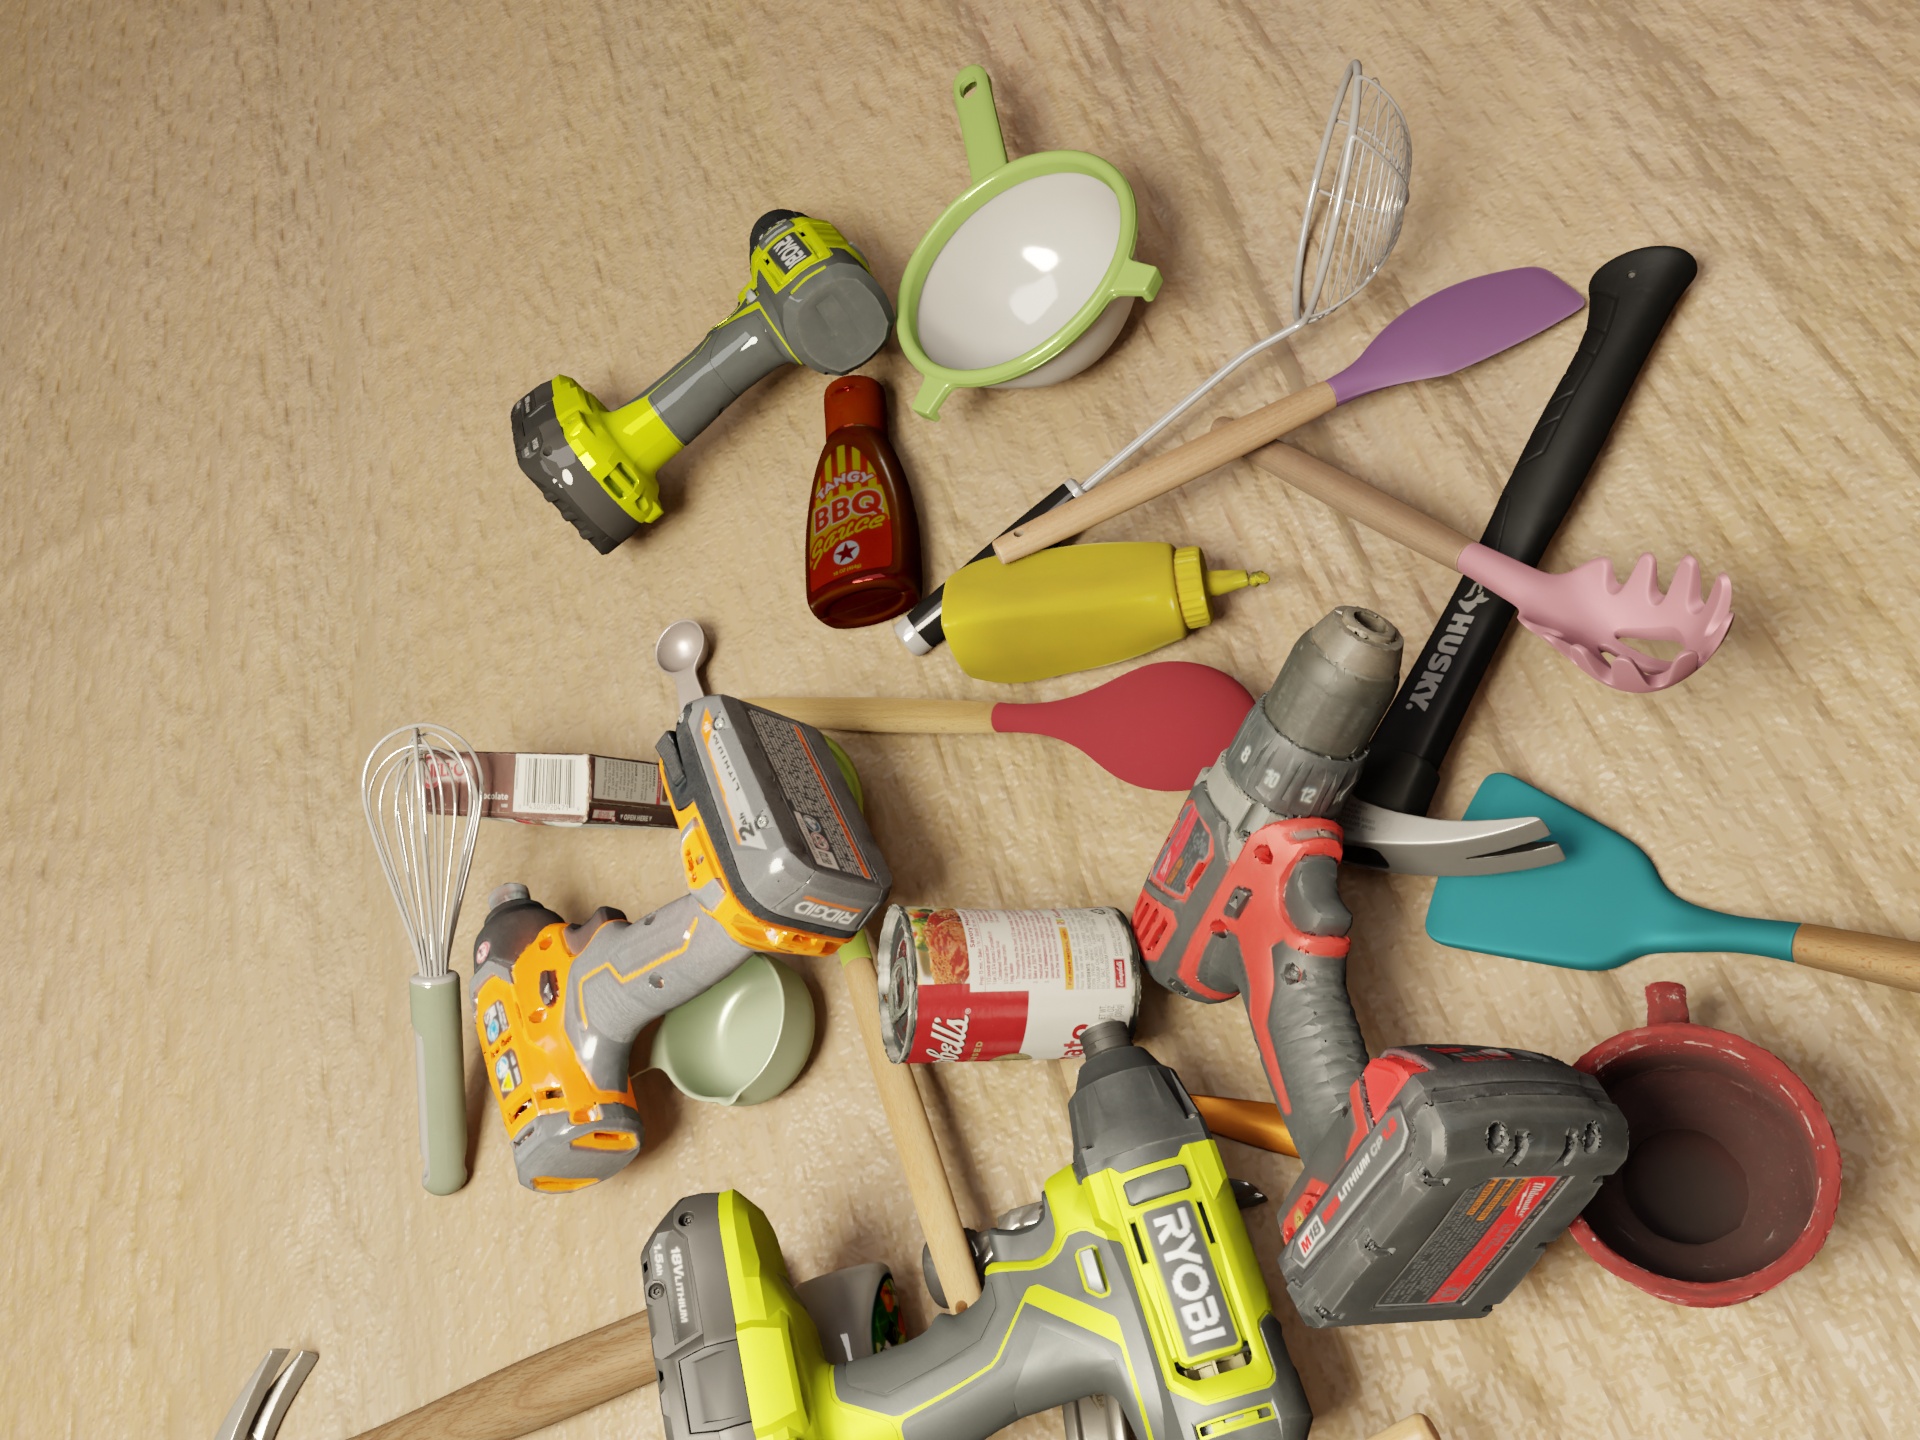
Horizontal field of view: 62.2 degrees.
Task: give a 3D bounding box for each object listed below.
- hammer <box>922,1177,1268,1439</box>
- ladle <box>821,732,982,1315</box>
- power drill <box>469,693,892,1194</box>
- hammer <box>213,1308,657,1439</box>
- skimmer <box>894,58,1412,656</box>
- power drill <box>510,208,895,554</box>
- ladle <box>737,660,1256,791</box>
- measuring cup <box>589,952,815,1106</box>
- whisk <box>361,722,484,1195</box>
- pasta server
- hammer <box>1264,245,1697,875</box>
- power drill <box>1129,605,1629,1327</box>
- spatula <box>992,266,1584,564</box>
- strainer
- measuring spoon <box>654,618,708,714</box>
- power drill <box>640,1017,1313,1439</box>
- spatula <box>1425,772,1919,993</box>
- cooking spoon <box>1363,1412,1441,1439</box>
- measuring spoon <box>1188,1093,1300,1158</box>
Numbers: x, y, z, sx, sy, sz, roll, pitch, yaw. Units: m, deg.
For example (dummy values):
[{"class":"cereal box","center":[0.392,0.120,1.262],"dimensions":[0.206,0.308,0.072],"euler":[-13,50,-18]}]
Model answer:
[{"class":"hammer","center":[0.073,0.358,0.590],"dimensions":[0.149,0.036,0.359],"euler":[-17,58,17]},{"class":"ladle","center":[-0.047,0.131,0.732],"dimensions":[0.078,0.062,0.321],"euler":[-35,50,15]},{"class":"power drill","center":[-0.150,0.093,0.753],"dimensions":[0.226,0.084,0.164],"euler":[-45,52,20]},{"class":"hammer","center":[-0.227,0.326,0.753],"dimensions":[0.331,0.031,0.130],"euler":[-26,57,11]},{"class":"skimmer","center":[0.089,-0.180,0.823],"dimensions":[0.363,0.127,0.090],"euler":[-40,94,9]},{"class":"power drill","center":[-0.156,-0.218,0.957],"dimensions":[0.228,0.080,0.191],"euler":[-36,35,5]},{"class":"ladle","center":[-0.001,-0.003,0.797],"dimensions":[0.315,0.031,0.069],"euler":[1,58,35]},{"class":"measuring cup","center":[-0.142,0.168,0.794],"dimensions":[0.167,0.038,0.083],"euler":[-27,57,25]},{"class":"whisk","center":[-0.269,0.123,0.809],"dimensions":[0.058,0.059,0.246],"euler":[13,105,63]},{"class":"pasta server","center":[0.206,-0.088,0.709],"dimensions":[0.060,0.040,0.317],"euler":[-37,39,-8]},{"class":"hammer","center":[0.254,-0.079,0.717],"dimensions":[0.146,0.035,0.335],"euler":[17,70,45]},{"class":"power drill","center":[0.147,0.085,0.595],"dimensions":[0.227,0.080,0.187],"euler":[-112,35,-48]},{"class":"spatula","center":[0.158,-0.151,0.785],"dimensions":[0.316,0.018,0.060],"euler":[-27,48,-4]},{"class":"strainer","center":[0.035,-0.279,0.915],"dimensions":[0.151,0.069,0.257],"euler":[-26,53,23]},{"class":"measuring spoon","center":[-0.145,-0.001,0.894],"dimensions":[0.034,0.018,0.124],"euler":[-26,63,18]},{"class":"power drill","center":[0.000,0.219,0.611],"dimensions":[0.223,0.080,0.171],"euler":[-17,58,-2]},{"class":"spatula","center":[0.328,0.083,0.576],"dimensions":[0.318,0.044,0.082],"euler":[9,65,47]},{"class":"cooking spoon","center":[0.038,0.334,0.580],"dimensions":[0.319,0.017,0.069],"euler":[-38,66,15]},{"class":"measuring spoon","center":[0.125,0.170,0.674],"dimensions":[0.117,0.011,0.021],"euler":[6,68,28]}]
